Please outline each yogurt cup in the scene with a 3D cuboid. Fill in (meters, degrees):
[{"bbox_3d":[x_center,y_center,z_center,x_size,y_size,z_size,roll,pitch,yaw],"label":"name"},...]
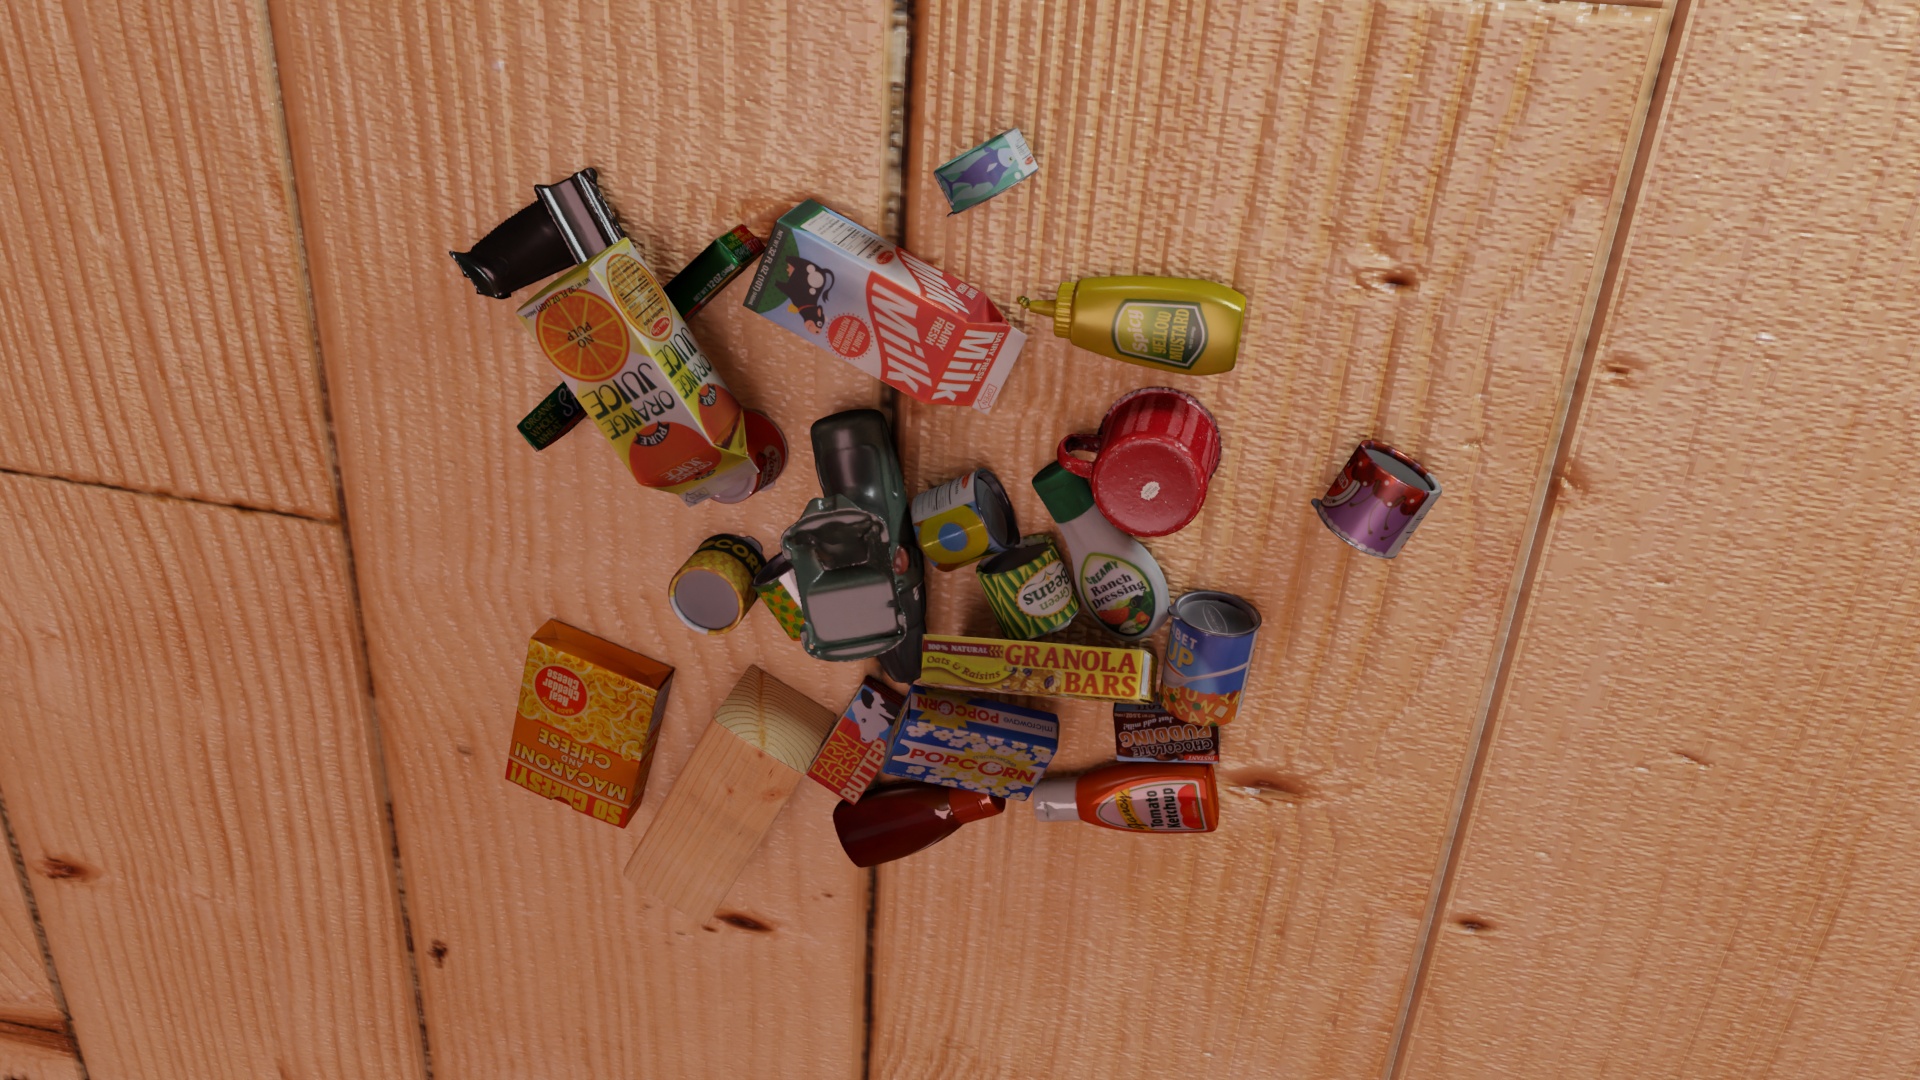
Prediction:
[{"bbox_3d":[-0.176,-0.063,1.090,0.072,0.054,0.072,6,115,12],"label":"yogurt cup"}]

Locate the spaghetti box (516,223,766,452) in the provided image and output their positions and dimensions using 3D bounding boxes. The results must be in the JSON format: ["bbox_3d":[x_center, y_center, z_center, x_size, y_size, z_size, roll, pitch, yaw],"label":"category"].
[{"bbox_3d":[-0.249,-0.152,1.068,0.249,0.050,0.028,-35,101,26],"label":"spaghetti box"}]

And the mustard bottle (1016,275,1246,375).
[{"bbox_3d":[0.117,-0.155,0.975,0.160,0.049,0.065,8,115,10],"label":"mustard bottle"}]

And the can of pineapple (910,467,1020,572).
[{"bbox_3d":[0.004,-0.013,1.061,0.058,0.071,0.071,-21,108,23],"label":"can of pineapple"}]

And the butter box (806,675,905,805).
[{"bbox_3d":[-0.084,0.171,1.185,0.053,0.024,0.103,32,107,-2],"label":"butter box"}]

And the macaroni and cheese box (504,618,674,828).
[{"bbox_3d":[-0.336,0.167,1.247,0.124,0.040,0.165,22,118,4],"label":"macaroni and cheese box"}]

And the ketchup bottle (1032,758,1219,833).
[{"bbox_3d":[0.136,0.212,1.148,0.149,0.044,0.064,-5,115,17],"label":"ketchup bottle"}]

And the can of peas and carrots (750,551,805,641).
[{"bbox_3d":[-0.126,0.039,1.121,0.071,0.071,0.058,-27,107,24],"label":"can of peas and carrots"}]

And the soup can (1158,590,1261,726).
[{"bbox_3d":[0.187,0.090,1.063,0.071,0.072,0.083,11,117,9],"label":"soup can"}]

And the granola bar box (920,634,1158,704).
[{"bbox_3d":[0.063,0.101,1.069,0.165,0.124,0.039,3,83,13],"label":"granola bar box"}]

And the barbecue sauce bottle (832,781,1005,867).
[{"bbox_3d":[-0.034,0.237,1.203,0.148,0.044,0.064,-20,102,21],"label":"barbecue sauce bottle"}]

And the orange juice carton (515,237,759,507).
[{"bbox_3d":[-0.226,-0.113,1.010,0.071,0.073,0.192,-24,111,22],"label":"orange juice carton"}]

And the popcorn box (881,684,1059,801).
[{"bbox_3d":[0.008,0.166,1.132,0.127,0.038,0.084,13,139,-10],"label":"popcorn box"}]

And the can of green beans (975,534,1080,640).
[{"bbox_3d":[0.052,0.036,1.072,0.071,0.071,0.057,-17,110,21],"label":"can of green beans"}]

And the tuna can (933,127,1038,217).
[{"bbox_3d":[0.015,-0.250,0.945,0.071,0.071,0.032,-22,107,23],"label":"tuna can"}]

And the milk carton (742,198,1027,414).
[{"bbox_3d":[-0.050,-0.163,0.999,0.190,0.074,0.072,28,118,0],"label":"milk carton"}]

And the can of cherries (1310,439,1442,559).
[{"bbox_3d":[0.293,-0.031,0.980,0.071,0.072,0.058,28,118,0],"label":"can of cherries"}]

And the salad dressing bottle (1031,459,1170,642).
[{"bbox_3d":[0.106,0.007,1.058,0.064,0.044,0.147,-26,106,25],"label":"salad dressing bottle"}]

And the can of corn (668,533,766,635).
[{"bbox_3d":[-0.197,0.035,1.139,0.071,0.058,0.070,6,117,11],"label":"can of corn"}]

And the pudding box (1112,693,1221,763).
[{"bbox_3d":[0.166,0.151,1.119,0.084,0.030,0.049,0,116,14],"label":"pudding box"}]
